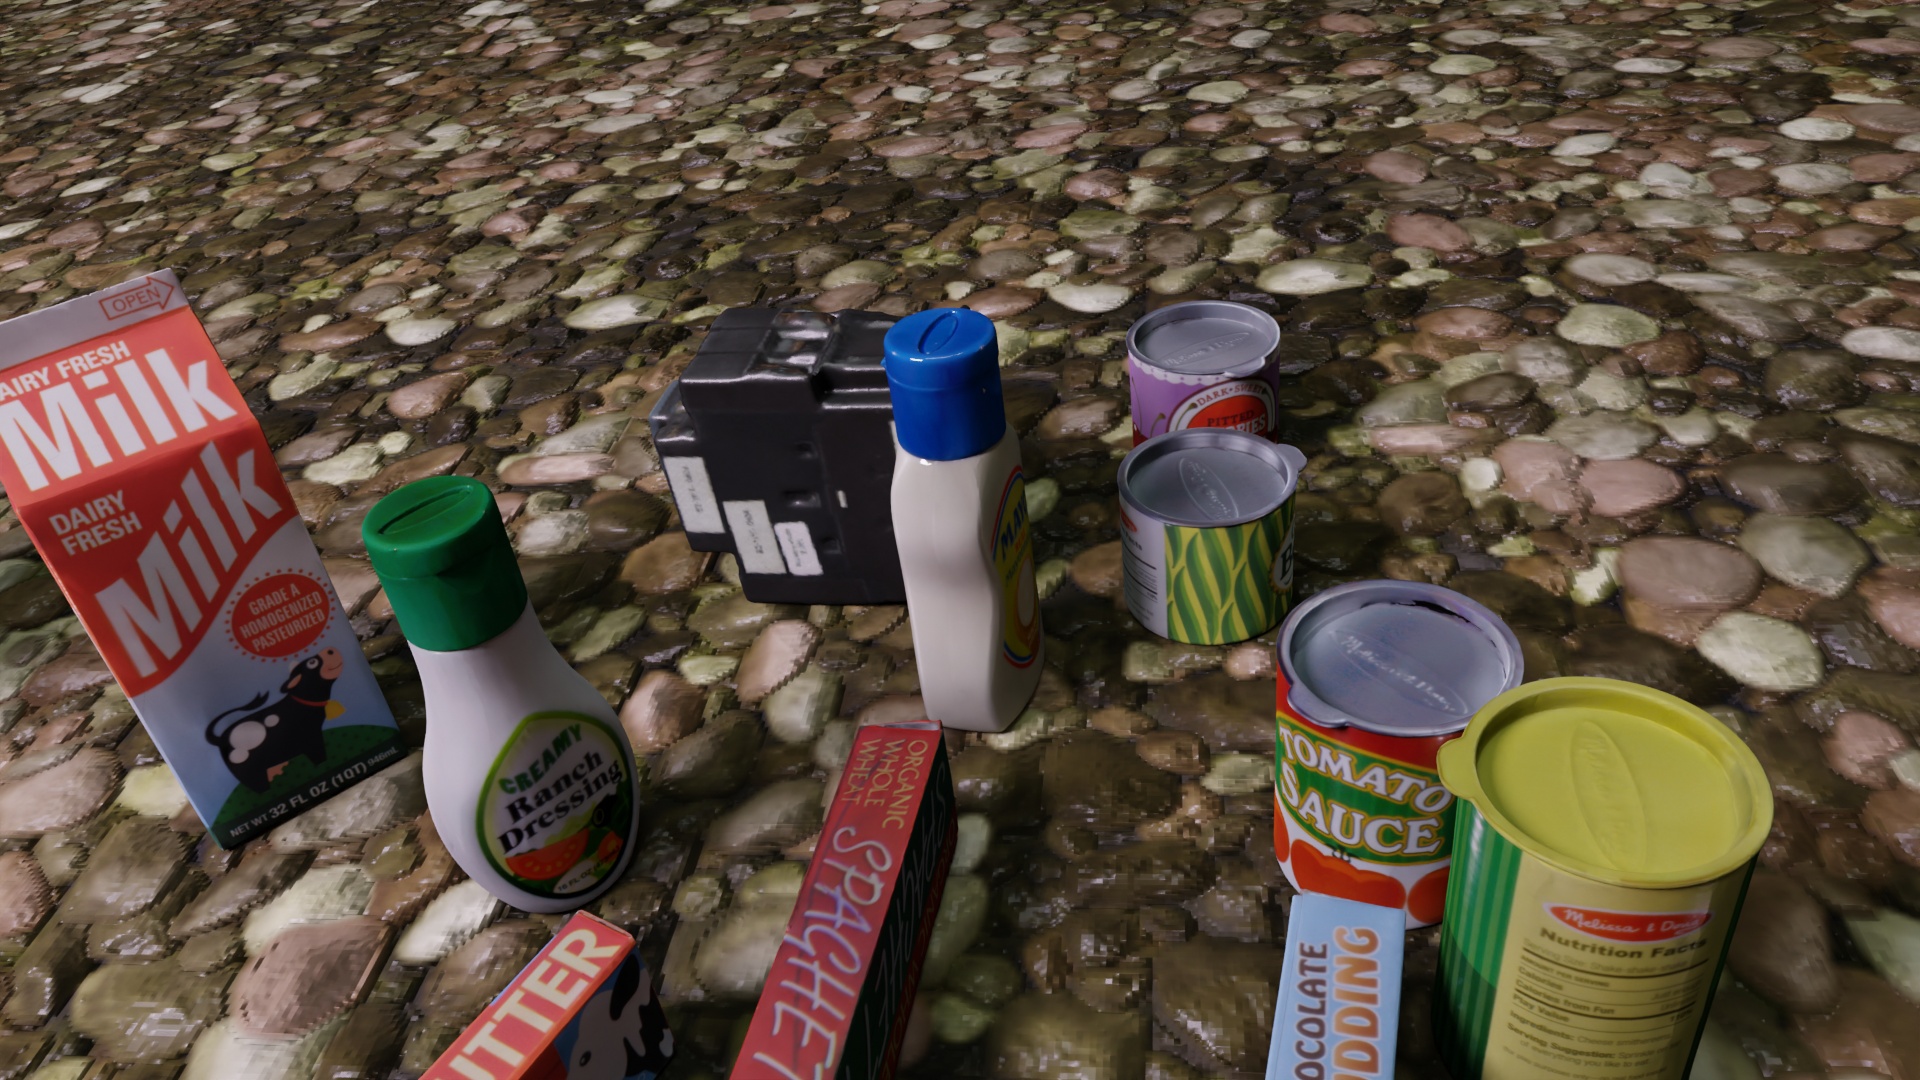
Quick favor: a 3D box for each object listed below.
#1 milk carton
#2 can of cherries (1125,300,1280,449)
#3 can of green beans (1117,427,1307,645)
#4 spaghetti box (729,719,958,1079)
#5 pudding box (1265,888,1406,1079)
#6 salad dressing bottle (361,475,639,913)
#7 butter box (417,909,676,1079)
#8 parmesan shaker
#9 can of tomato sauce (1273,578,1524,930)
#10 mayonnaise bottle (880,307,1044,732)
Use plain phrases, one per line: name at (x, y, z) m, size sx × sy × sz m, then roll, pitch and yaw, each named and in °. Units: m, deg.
milk carton at (-0.265, 0.005, 0.475) m, size 0.072 × 0.189 × 0.073 m, roll -30°, pitch 41°, yaw -28°
can of cherries at (0.109, -0.065, 0.615) m, size 0.071 × 0.058 × 0.072 m, roll -5°, pitch 36°, yaw 4°
can of green beans at (0.094, -0.002, 0.532) m, size 0.071 × 0.057 × 0.071 m, roll -5°, pitch 36°, yaw 4°
spaghetti box at (-0.040, 0.149, 0.355) m, size 0.029 × 0.050 × 0.251 m, roll 2°, pitch 37°, yaw 13°
pudding box at (0.092, 0.136, 0.348) m, size 0.030 × 0.049 × 0.084 m, roll 6°, pitch 38°, yaw 18°
salad dressing bottle at (-0.141, 0.050, 0.427) m, size 0.064 × 0.146 × 0.044 m, roll -33°, pitch 43°, yaw -31°
butter box at (-0.119, 0.153, 0.361) m, size 0.024 × 0.052 × 0.104 m, roll 14°, pitch 41°, yaw 28°
parmesan shaker at (0.153, 0.094, 0.350) m, size 0.071 × 0.102 × 0.072 m, roll -5°, pitch 36°, yaw 4°
can of tomato sauce at (0.126, 0.065, 0.412) m, size 0.071 × 0.082 × 0.071 m, roll -5°, pitch 36°, yaw 4°
mayonnaise bottle at (0.002, -0.006, 0.477) m, size 0.041 × 0.147 × 0.065 m, roll 5°, pitch 38°, yaw 18°
